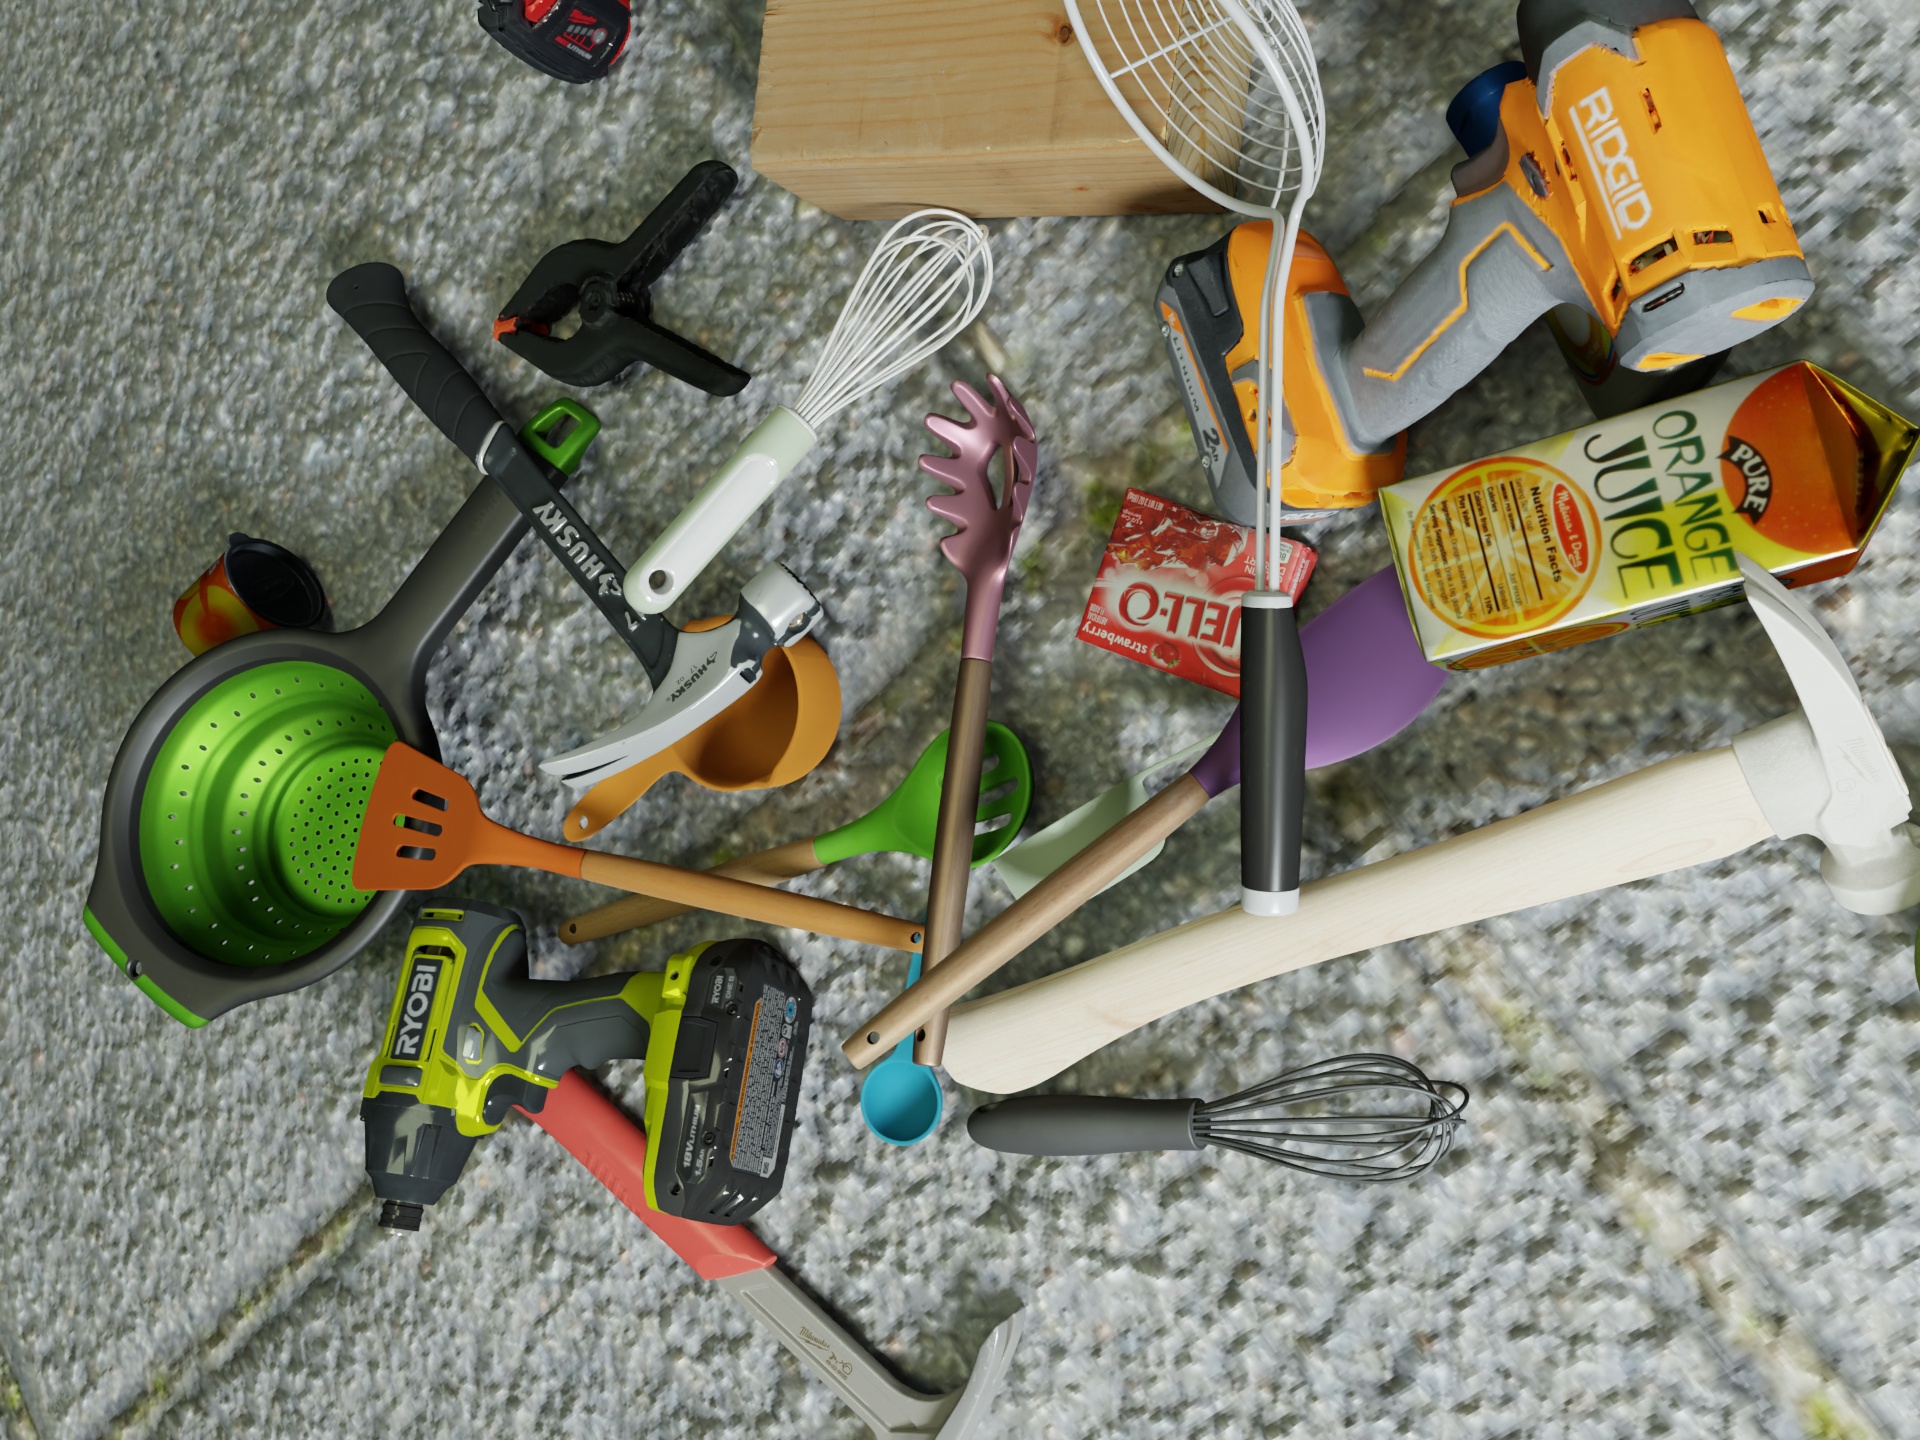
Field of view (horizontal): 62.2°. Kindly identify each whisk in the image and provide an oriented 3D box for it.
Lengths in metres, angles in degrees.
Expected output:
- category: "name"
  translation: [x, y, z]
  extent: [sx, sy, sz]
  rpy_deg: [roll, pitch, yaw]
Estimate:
- category: "whisk"
  translation: [-0.071, -0.144, 0.745]
  extent: [0.246, 0.057, 0.059]
  rpy_deg: [-49, 25, -7]
- category: "whisk"
  translation: [0.105, 0.176, 0.702]
  extent: [0.239, 0.055, 0.055]
  rpy_deg: [-10, 85, 32]

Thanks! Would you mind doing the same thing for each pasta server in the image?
- category: "pasta server"
  translation: [-0.001, -0.002, 0.729]
  extent: [0.060, 0.040, 0.316]
  rpy_deg: [-2, 77, 42]

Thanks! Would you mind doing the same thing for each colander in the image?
- category: "colander"
  translation: [-0.321, -0.009, 0.909]
  extent: [0.205, 0.094, 0.397]
  rpy_deg: [37, 88, 17]

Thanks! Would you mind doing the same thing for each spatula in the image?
- category: "spatula"
  translation: [0.081, 0.044, 0.661]
  extent: [0.316, 0.018, 0.060]
  rpy_deg: [-37, 78, -3]
- category: "spatula"
  translation: [-0.162, 0.077, 0.798]
  extent: [0.322, 0.041, 0.081]
  rpy_deg: [11, 83, 9]

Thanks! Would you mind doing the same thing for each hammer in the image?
- category: "hammer"
  translation: [-0.137, 0.254, 0.830]
  extent: [0.359, 0.036, 0.149]
  rpy_deg: [35, 105, 23]
- category: "hammer"
  translation: [0.152, 0.072, 0.649]
  extent: [0.410, 0.038, 0.146]
  rpy_deg: [-24, 114, 29]
- category: "hammer"
  translation: [-0.240, -0.129, 0.841]
  extent: [0.149, 0.036, 0.409]
  rpy_deg: [-43, 60, -2]

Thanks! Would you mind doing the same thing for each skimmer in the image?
- category: "skimmer"
  translation: [0.085, -0.104, 0.587]
  extent: [0.090, 0.127, 0.363]
  rpy_deg: [-3, 98, -11]

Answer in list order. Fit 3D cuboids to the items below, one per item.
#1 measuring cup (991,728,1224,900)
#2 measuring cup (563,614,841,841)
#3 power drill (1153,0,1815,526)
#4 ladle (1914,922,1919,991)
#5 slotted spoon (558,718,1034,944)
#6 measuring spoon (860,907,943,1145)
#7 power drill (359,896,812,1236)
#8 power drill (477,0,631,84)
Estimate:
- category: "measuring cup"
  translation: [0.094, 0.036, 0.701]
  extent: [0.167, 0.083, 0.038]
  rpy_deg: [-30, 85, 9]
- category: "measuring cup"
  translation: [-0.134, 0.014, 0.821]
  extent: [0.173, 0.052, 0.095]
  rpy_deg: [-36, 74, 25]
- category: "power drill"
  translation: [0.180, -0.180, 0.597]
  extent: [0.226, 0.084, 0.164]
  rpy_deg: [-25, 78, 50]
- category: "ladle"
  translation: [0.456, 0.004, 0.511]
  extent: [0.320, 0.078, 0.062]
  rpy_deg: [-40, 34, 17]
- category: "slotted spoon"
  translation: [-0.091, 0.071, 0.812]
  extent: [0.314, 0.031, 0.070]
  rpy_deg: [-20, 71, 28]
- category: "measuring spoon"
  translation: [-0.016, 0.144, 0.782]
  extent: [0.042, 0.021, 0.128]
  rpy_deg: [12, 86, 20]
- category: "power drill"
  translation: [-0.198, 0.182, 0.808]
  extent: [0.223, 0.080, 0.171]
  rpy_deg: [0, 69, 22]
- category: "power drill"
  translation: [-0.139, -0.408, 0.814]
  extent: [0.220, 0.078, 0.143]
  rpy_deg: [-5, 88, 25]
